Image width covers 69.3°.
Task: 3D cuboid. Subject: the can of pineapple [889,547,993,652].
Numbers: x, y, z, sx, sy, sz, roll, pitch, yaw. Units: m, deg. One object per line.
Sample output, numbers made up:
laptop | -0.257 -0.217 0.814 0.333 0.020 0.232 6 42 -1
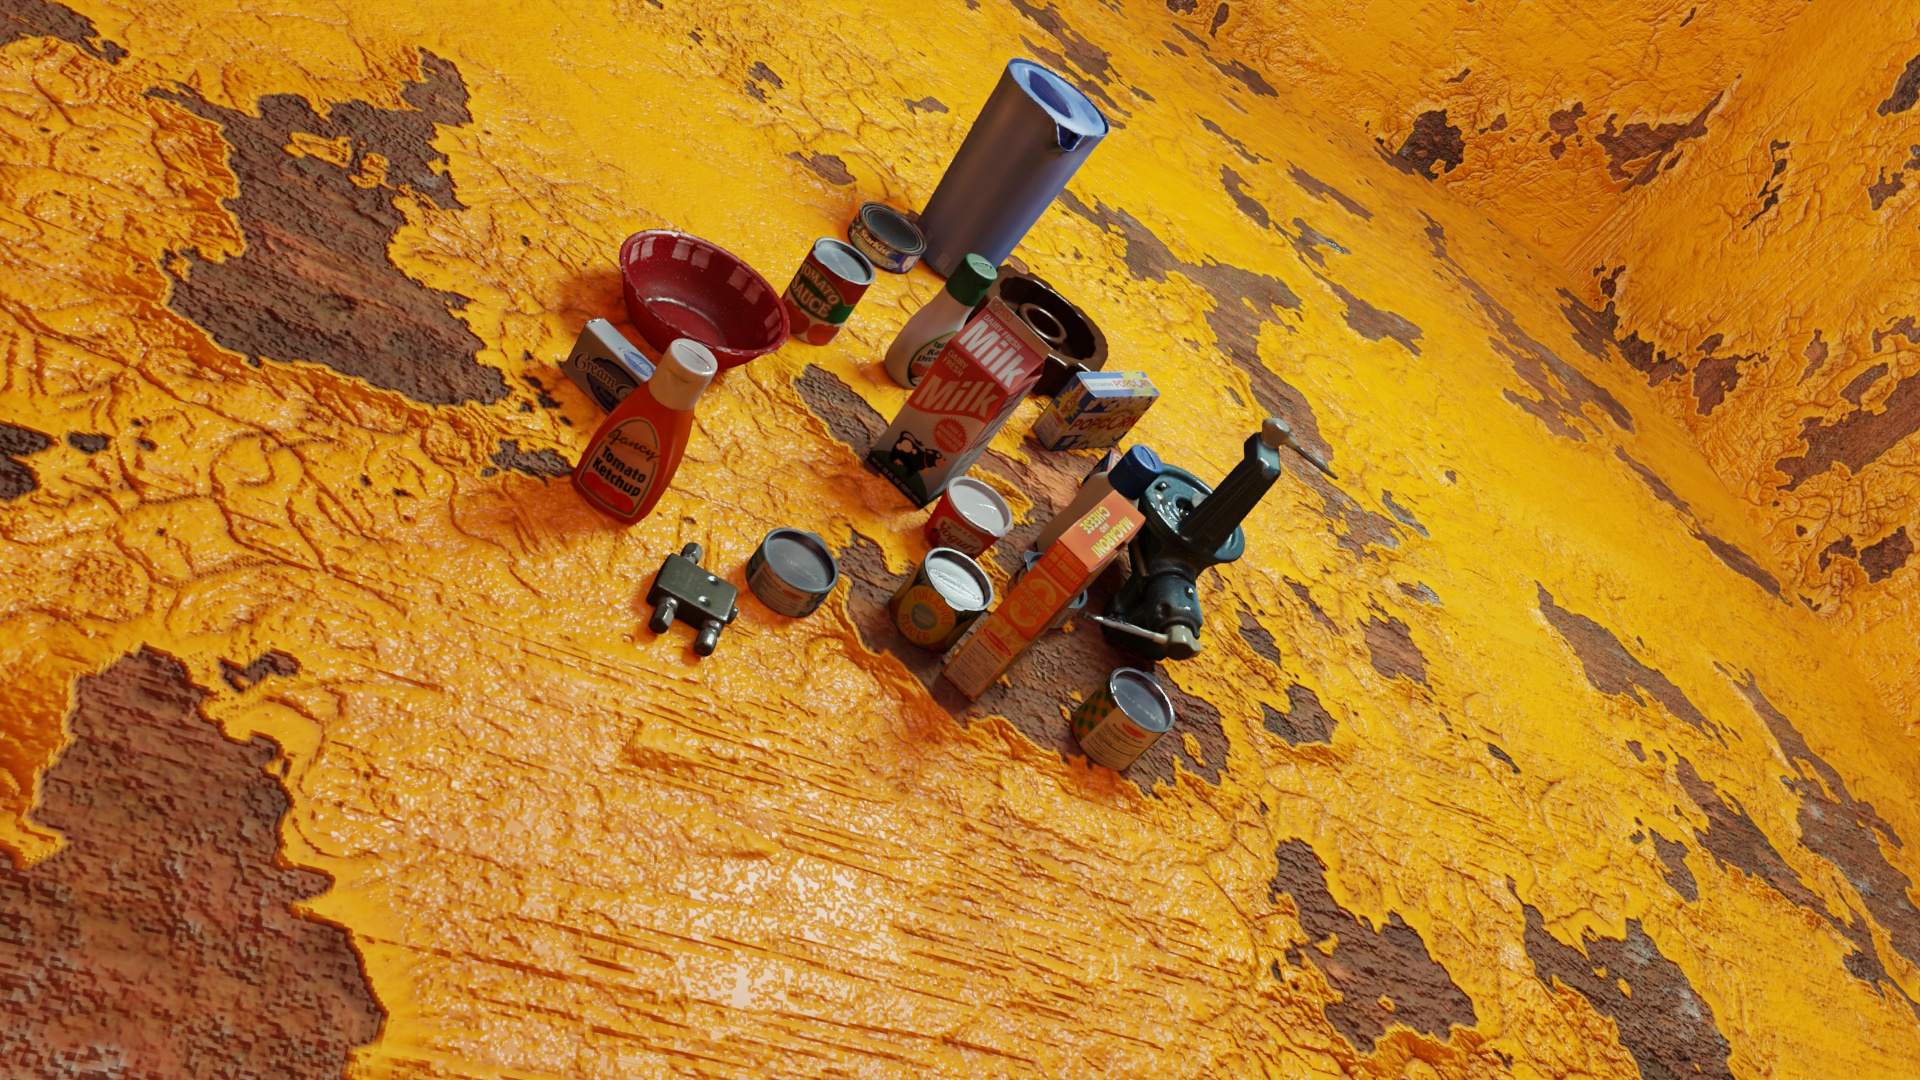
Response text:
can of pineapple | -0.017 0.049 1.130 0.071 0.057 0.071 26 35 -20

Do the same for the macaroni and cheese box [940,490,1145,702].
macaroni and cheese box | 0.068 0.045 1.119 0.040 0.165 0.124 44 33 6

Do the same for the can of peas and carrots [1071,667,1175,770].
can of peas and carrots | 0.136 0.148 1.160 0.071 0.058 0.071 26 35 -20

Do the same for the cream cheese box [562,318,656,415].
cream cheese box | -0.264 -0.122 1.098 0.104 0.053 0.024 43 33 6

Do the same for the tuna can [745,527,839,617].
tuna can | -0.130 0.024 1.074 0.071 0.032 0.071 26 35 -20

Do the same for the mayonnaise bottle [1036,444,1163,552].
mayonnaise bottle | 0.129 -0.026 1.278 0.041 0.147 0.065 12 42 -36

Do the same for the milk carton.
milk carton | 0.004 -0.124 1.235 0.072 0.189 0.074 44 33 7

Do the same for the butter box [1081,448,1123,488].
butter box | 0.142 -0.044 1.400 0.024 0.053 0.104 32 34 -11

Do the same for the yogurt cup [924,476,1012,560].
yogurt cup | 0.004 -0.015 1.231 0.072 0.053 0.073 26 35 -20

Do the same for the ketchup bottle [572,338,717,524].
ketchup bottle | -0.223 -0.081 1.001 0.065 0.148 0.044 36 33 -5

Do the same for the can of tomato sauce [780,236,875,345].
can of tomato sauce | -0.132 -0.239 1.338 0.071 0.082 0.071 26 35 -20

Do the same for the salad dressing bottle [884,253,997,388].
salad dressing bottle | -0.019 -0.214 1.359 0.064 0.147 0.044 -8 56 -49

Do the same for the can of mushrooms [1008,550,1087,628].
can of mushrooms | 0.076 0.043 1.250 0.071 0.033 0.071 26 35 -20

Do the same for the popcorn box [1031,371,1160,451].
popcorn box | 0.146 -0.139 1.487 0.127 0.085 0.038 -8 56 -49
